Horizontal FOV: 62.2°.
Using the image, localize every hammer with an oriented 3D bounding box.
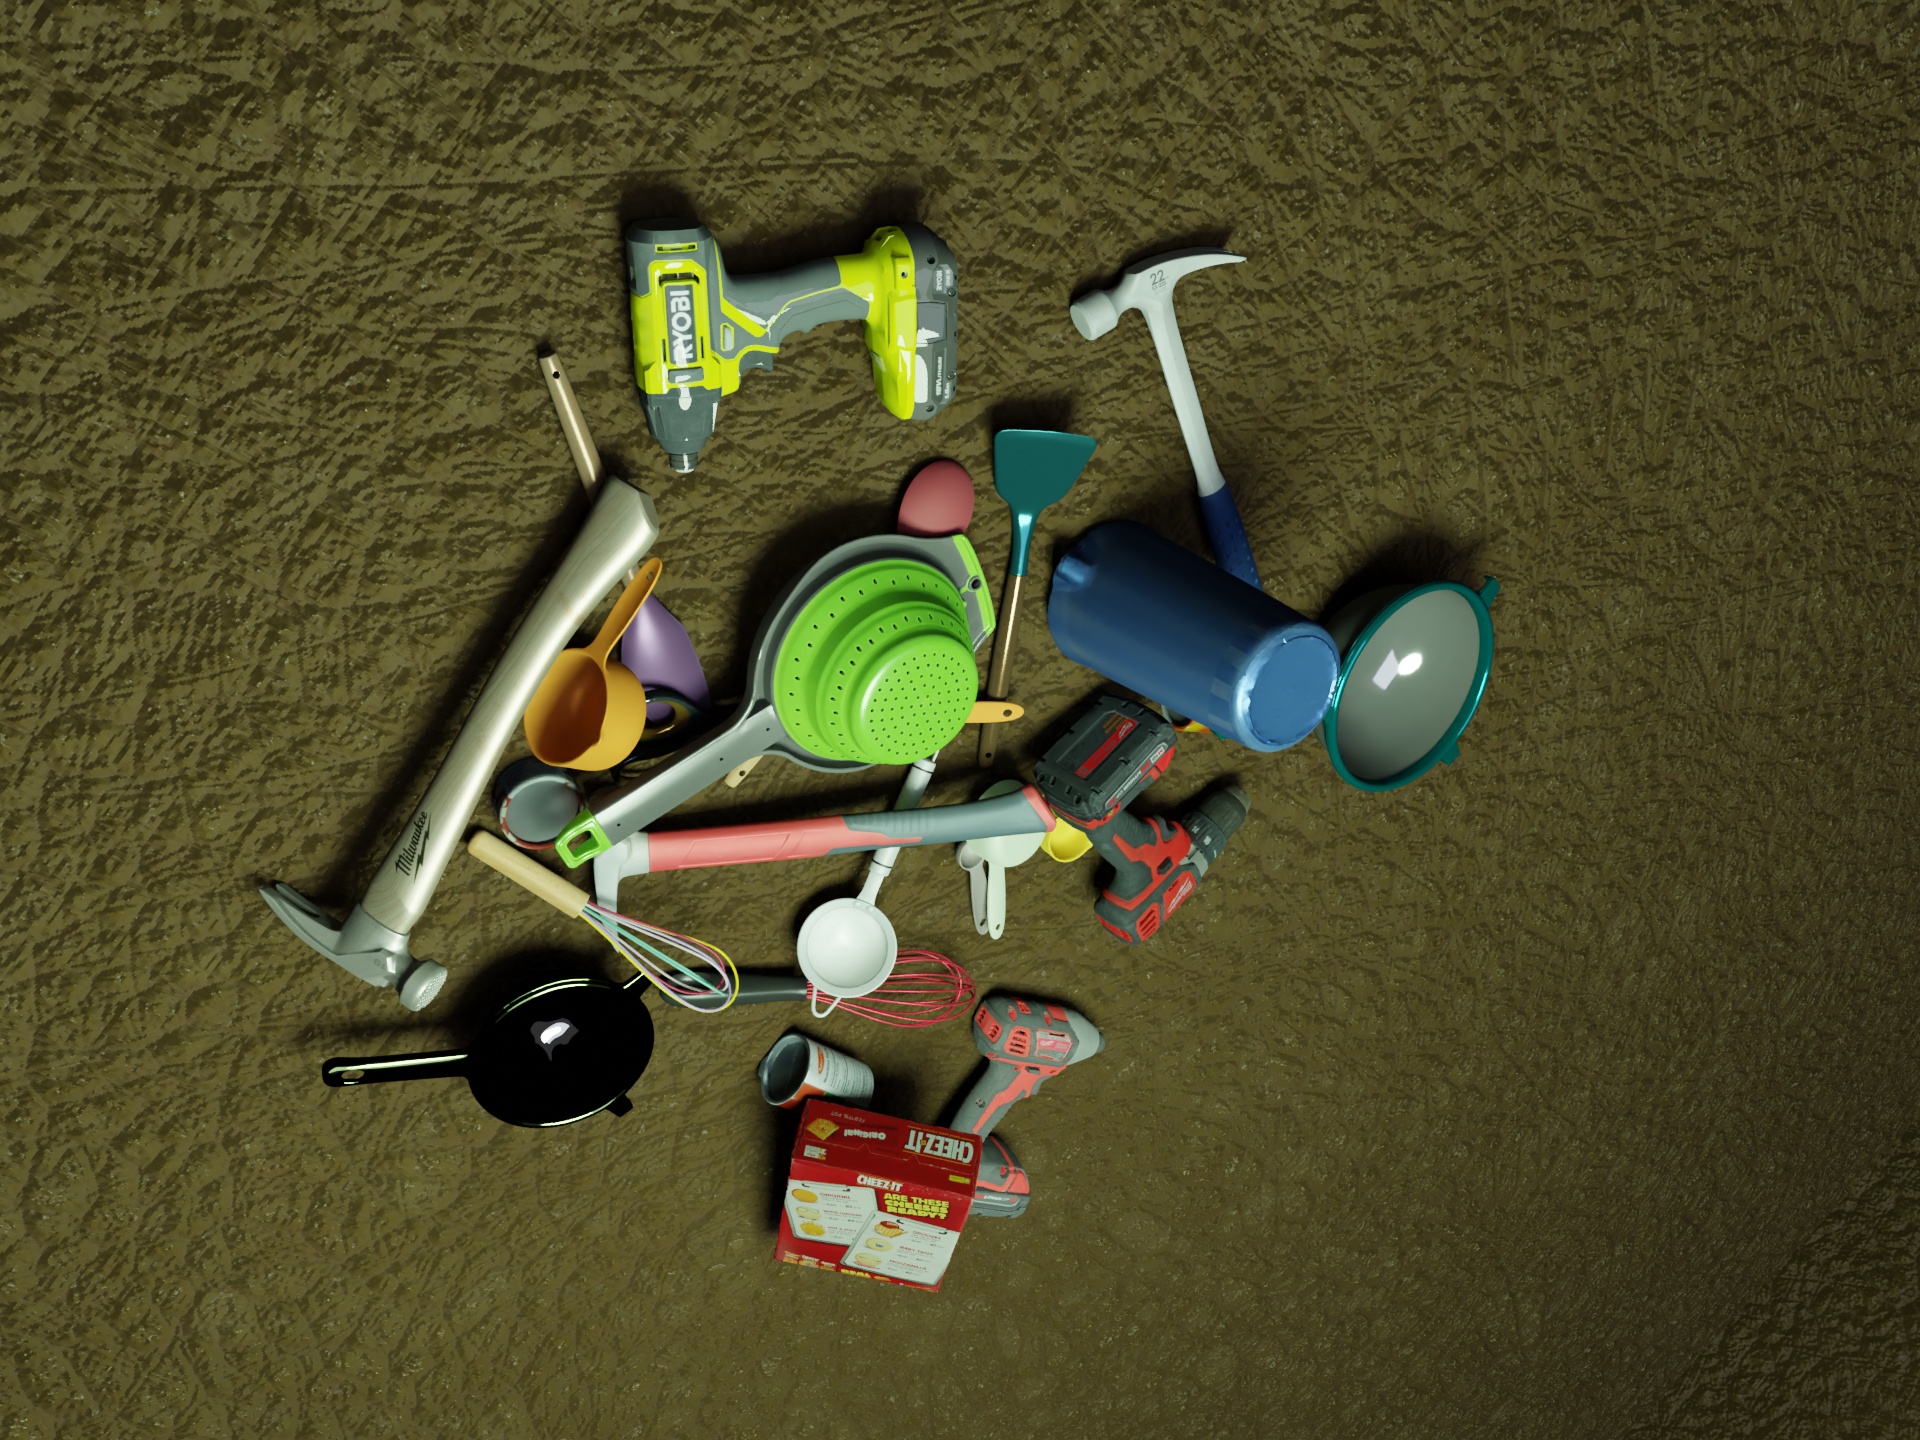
[{"bbox_3d":[0.217,-0.209,1.355,0.144,0.035,0.405,-31,126,-9],"label":"hammer"},{"bbox_3d":[-0.109,0.108,1.326,0.386,0.038,0.143,-4,120,-15],"label":"hammer"},{"bbox_3d":[-0.348,0.002,1.146,0.146,0.038,0.410,32,96,4],"label":"hammer"}]

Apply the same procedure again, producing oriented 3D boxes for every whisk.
[{"bbox_3d":[-0.121,0.238,1.415,0.295,0.073,0.073,4,115,-23],"label":"whisk"},{"bbox_3d":[-0.280,0.156,1.261,0.244,0.051,0.047,35,92,-15],"label":"whisk"}]

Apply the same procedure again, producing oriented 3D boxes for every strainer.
[{"bbox_3d":[-0.380,0.257,1.284,0.256,0.069,0.151,0,118,-26],"label":"strainer"},{"bbox_3d":[-0.072,0.135,1.382,0.087,0.050,0.258,23,94,0],"label":"strainer"},{"bbox_3d":[0.341,-0.036,1.465,0.340,0.095,0.211,-10,119,-30],"label":"strainer"}]

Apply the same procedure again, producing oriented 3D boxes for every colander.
[{"bbox_3d":[-0.120,0.010,1.210,0.397,0.095,0.204,-34,133,-14],"label":"colander"}]

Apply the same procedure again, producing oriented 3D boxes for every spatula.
[{"bbox_3d":[-0.252,-0.123,1.172,0.060,0.018,0.315,-24,126,-15],"label":"spatula"},{"bbox_3d":[0.044,-0.095,1.324,0.082,0.044,0.317,3,117,-12],"label":"spatula"}]

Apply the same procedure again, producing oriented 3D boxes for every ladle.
[{"bbox_3d":[-0.090,-0.073,1.266,0.069,0.031,0.315,35,95,-40],"label":"ladle"}]

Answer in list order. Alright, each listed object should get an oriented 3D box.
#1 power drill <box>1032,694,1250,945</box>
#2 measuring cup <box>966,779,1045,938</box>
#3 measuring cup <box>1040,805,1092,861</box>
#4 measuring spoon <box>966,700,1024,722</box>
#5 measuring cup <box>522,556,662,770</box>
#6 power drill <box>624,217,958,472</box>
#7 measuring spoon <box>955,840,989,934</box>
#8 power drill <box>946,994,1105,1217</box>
[{"bbox_3d":[0.176,0.079,1.450,0.188,0.080,0.226,-44,133,-16],"label":"power drill"},{"bbox_3d":[0.044,0.134,1.440,0.083,0.038,0.167,-21,124,-36],"label":"measuring cup"},{"bbox_3d":[0.120,0.056,1.465,0.062,0.029,0.156,32,87,-42],"label":"measuring cup"},{"bbox_3d":[-0.002,-0.004,1.354,0.117,0.011,0.021,-2,123,-11],"label":"measuring spoon"},{"bbox_3d":[-0.252,-0.041,1.174,0.173,0.095,0.052,-56,147,8],"label":"measuring cup"},{"bbox_3d":[-0.119,-0.269,1.127,0.223,0.080,0.171,-9,119,-18],"label":"power drill"},{"bbox_3d":[0.012,0.151,1.465,0.034,0.018,0.124,-33,135,-28],"label":"measuring spoon"},{"bbox_3d":[0.050,0.377,1.571,0.143,0.079,0.219,16,105,-33],"label":"power drill"}]
